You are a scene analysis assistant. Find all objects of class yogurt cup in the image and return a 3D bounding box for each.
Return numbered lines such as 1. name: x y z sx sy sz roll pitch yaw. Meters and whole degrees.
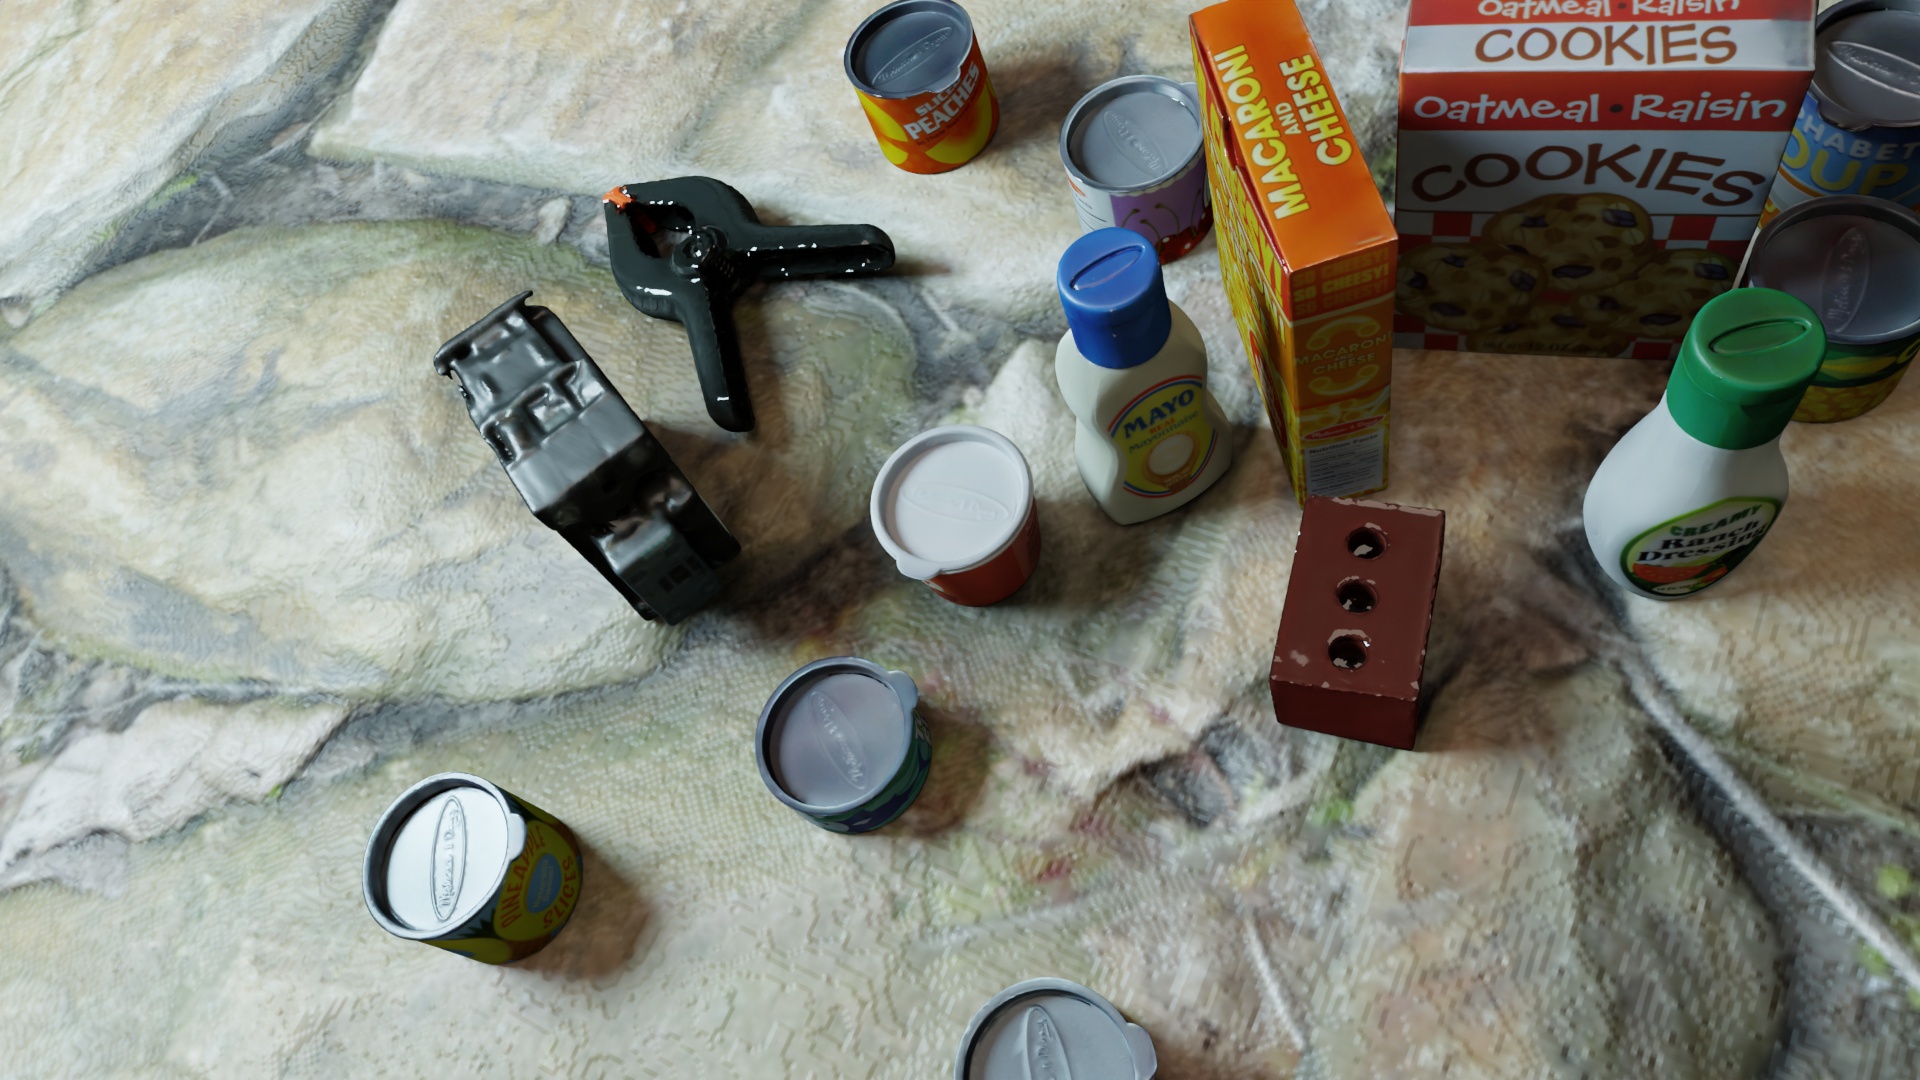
1. yogurt cup: 0.002 -0.007 0.582 0.072 0.053 0.072 -7 62 13

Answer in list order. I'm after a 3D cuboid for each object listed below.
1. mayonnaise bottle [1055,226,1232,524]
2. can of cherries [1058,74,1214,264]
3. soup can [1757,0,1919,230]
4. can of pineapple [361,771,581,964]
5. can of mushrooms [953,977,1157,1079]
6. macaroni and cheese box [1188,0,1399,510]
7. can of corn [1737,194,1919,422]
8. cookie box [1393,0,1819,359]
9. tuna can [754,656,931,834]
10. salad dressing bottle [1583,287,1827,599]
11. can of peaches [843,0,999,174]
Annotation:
1. mayonnaise bottle: 0.068 -0.061 0.536 0.065 0.147 0.041 -29 60 0
2. can of cherries: 0.085 -0.169 0.638 0.071 0.058 0.072 -7 62 13
3. soup can: 0.351 -0.158 0.542 0.071 0.083 0.071 -7 62 13
4. can of pineapple: -0.195 0.134 0.563 0.071 0.057 0.071 -7 62 13
5. can of mushrooms: 0.036 0.188 0.484 0.071 0.033 0.071 -6 62 13
6. macaroni and cheese box: 0.127 -0.104 0.531 0.040 0.166 0.124 -16 61 8
7. can of corn: 0.332 -0.086 0.526 0.071 0.058 0.071 -7 62 13
8. cookie box: 0.226 -0.130 0.516 0.123 0.167 0.040 6 66 18
9. tuna can: -0.044 0.082 0.562 0.071 0.032 0.071 -6 62 13
10. salad dressing bottle: 0.250 -0.028 0.468 0.064 0.147 0.044 -13 61 9
11. can of peaches: -0.017 -0.226 0.696 0.071 0.058 0.071 -7 62 13
